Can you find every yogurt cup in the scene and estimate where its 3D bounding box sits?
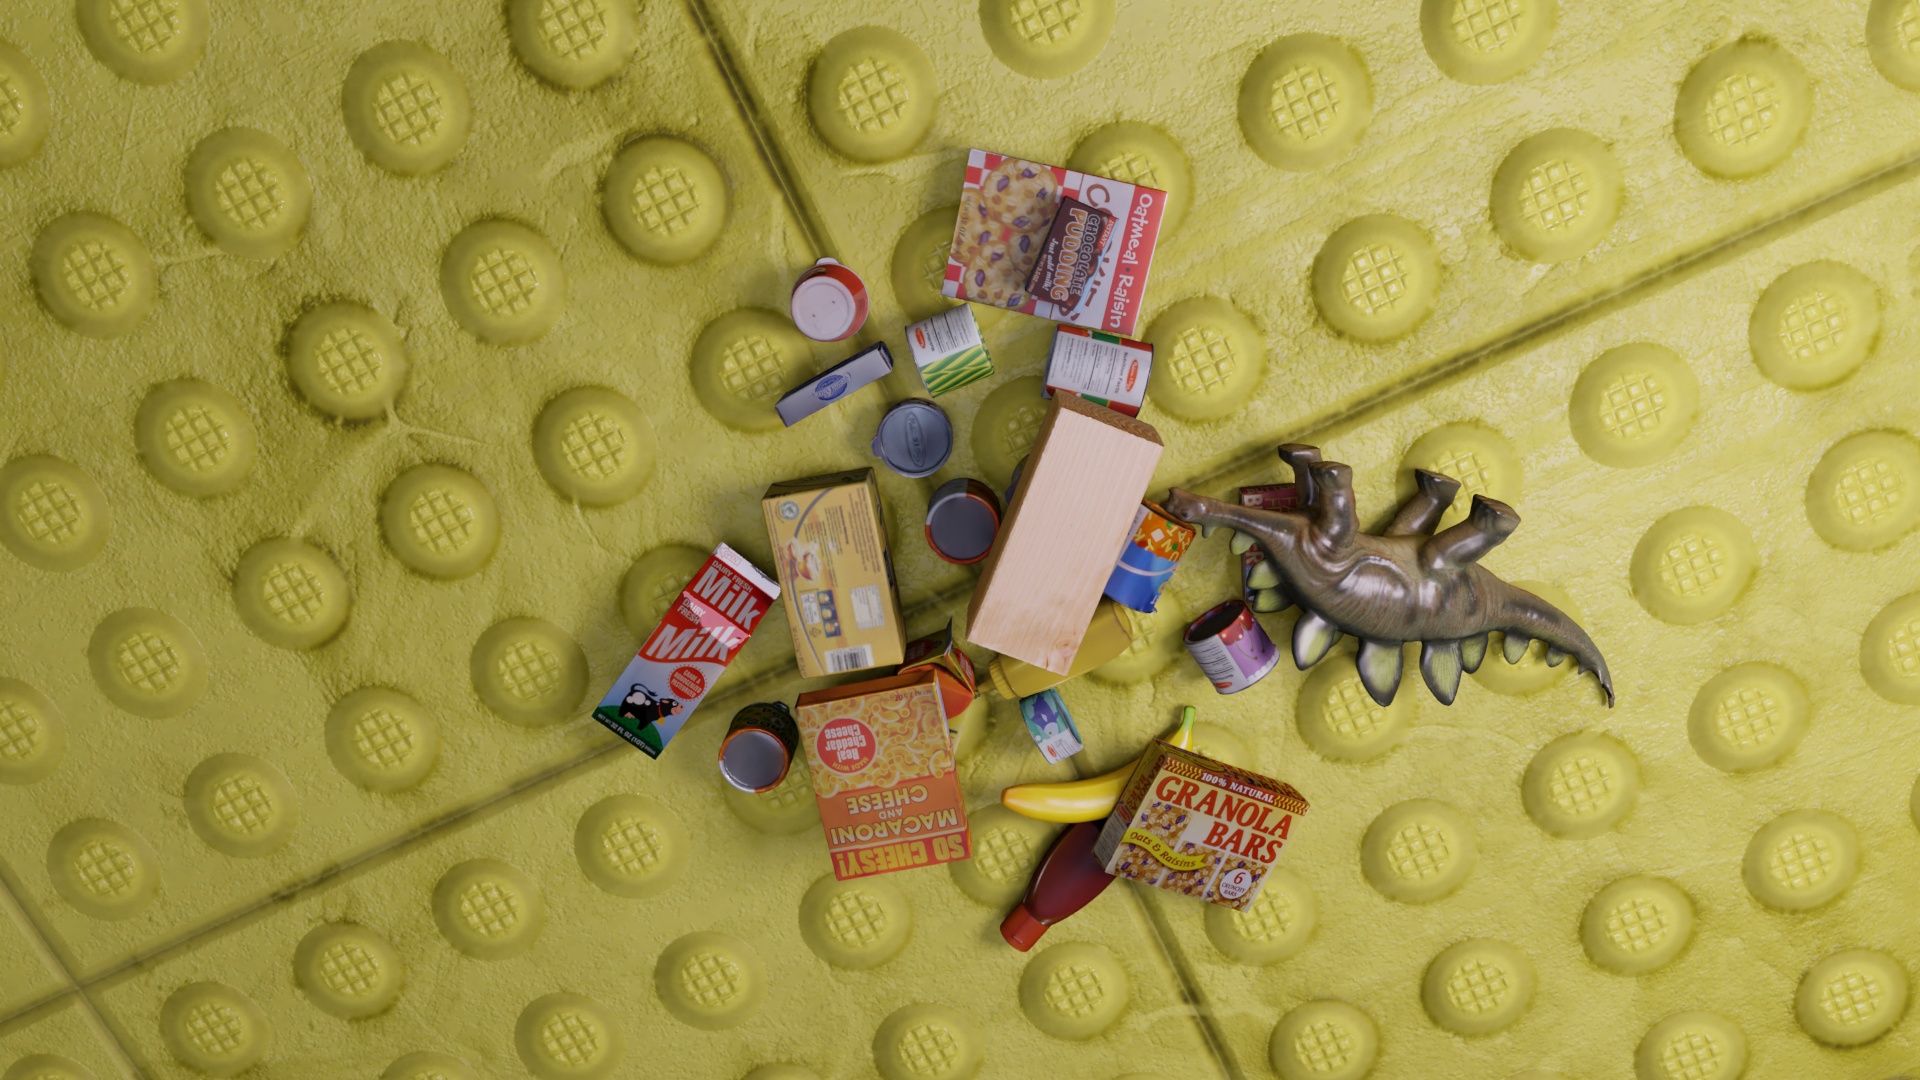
[{"bbox_3d":[-0.113,-0.199,1.176,0.072,0.054,0.072,0,106,1],"label":"yogurt cup"}]

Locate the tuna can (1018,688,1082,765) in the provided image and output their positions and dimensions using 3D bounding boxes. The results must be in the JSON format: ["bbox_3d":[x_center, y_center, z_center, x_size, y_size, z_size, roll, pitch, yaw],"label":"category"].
[{"bbox_3d":[0.082,0.165,1.261,0.033,0.071,0.071,-28,102,8],"label":"tuna can"}]

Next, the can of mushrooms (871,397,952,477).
[{"bbox_3d":[-0.042,-0.090,1.213,0.071,0.033,0.070,0,105,1],"label":"can of mushrooms"}]

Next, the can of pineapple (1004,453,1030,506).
[{"bbox_3d":[0.075,-0.044,1.209,0.071,0.058,0.070,0,104,1],"label":"can of pineapple"}]

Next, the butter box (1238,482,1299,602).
[{"bbox_3d":[0.276,0.002,1.233,0.053,0.024,0.103,-4,104,2],"label":"butter box"}]

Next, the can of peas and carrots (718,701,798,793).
[{"bbox_3d":[-0.184,0.189,1.275,0.071,0.059,0.070,0,105,1],"label":"can of peas and carrots"}]

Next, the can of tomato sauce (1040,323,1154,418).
[{"bbox_3d":[0.115,-0.144,1.180,0.083,0.071,0.071,12,105,-1],"label":"can of tomato sauce"}]

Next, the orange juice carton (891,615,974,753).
[{"bbox_3d":[-0.036,0.165,1.259,0.073,0.072,0.192,17,105,-4],"label":"orange juice carton"}]

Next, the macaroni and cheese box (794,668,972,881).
[{"bbox_3d":[-0.065,0.204,1.210,0.124,0.040,0.166,-11,104,4],"label":"macaroni and cheese box"}]

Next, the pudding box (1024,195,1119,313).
[{"bbox_3d":[0.091,-0.232,1.132,0.050,0.030,0.083,23,104,-4],"label":"pudding box"}]

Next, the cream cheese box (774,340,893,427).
[{"bbox_3d":[-0.107,-0.135,1.192,0.104,0.053,0.024,-27,105,8],"label":"cream cheese box"}]

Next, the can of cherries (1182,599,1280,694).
[{"bbox_3d":[0.242,0.093,1.239,0.071,0.072,0.058,-34,100,10],"label":"can of cherries"}]

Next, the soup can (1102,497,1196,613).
[{"bbox_3d":[0.161,0.013,1.218,0.071,0.071,0.083,27,103,-6],"label":"soup can"}]

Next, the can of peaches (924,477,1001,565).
[{"bbox_3d":[0.004,-0.015,1.218,0.071,0.058,0.071,0,104,2],"label":"can of peaches"}]

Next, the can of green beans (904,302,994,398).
[{"bbox_3d":[-0.009,-0.161,1.177,0.058,0.071,0.071,-20,103,6],"label":"can of green beans"}]

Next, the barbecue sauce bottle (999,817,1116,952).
[{"bbox_3d":[0.096,0.325,1.311,0.065,0.044,0.148,39,103,1],"label":"barbecue sauce bottle"}]

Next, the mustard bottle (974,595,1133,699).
[{"bbox_3d":[0.076,0.105,1.246,0.160,0.065,0.048,-28,105,12],"label":"mustard bottle"}]

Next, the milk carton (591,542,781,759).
[{"bbox_3d":[-0.241,0.094,1.244,0.072,0.073,0.190,37,102,-8],"label":"milk carton"}]

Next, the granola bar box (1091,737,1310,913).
[{"bbox_3d":[0.219,0.262,1.268,0.165,0.039,0.124,21,103,-24],"label":"granola bar box"}]

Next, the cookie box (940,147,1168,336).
[{"bbox_3d":[0.078,-0.250,1.166,0.167,0.040,0.122,12,105,-1],"label":"cookie box"}]
